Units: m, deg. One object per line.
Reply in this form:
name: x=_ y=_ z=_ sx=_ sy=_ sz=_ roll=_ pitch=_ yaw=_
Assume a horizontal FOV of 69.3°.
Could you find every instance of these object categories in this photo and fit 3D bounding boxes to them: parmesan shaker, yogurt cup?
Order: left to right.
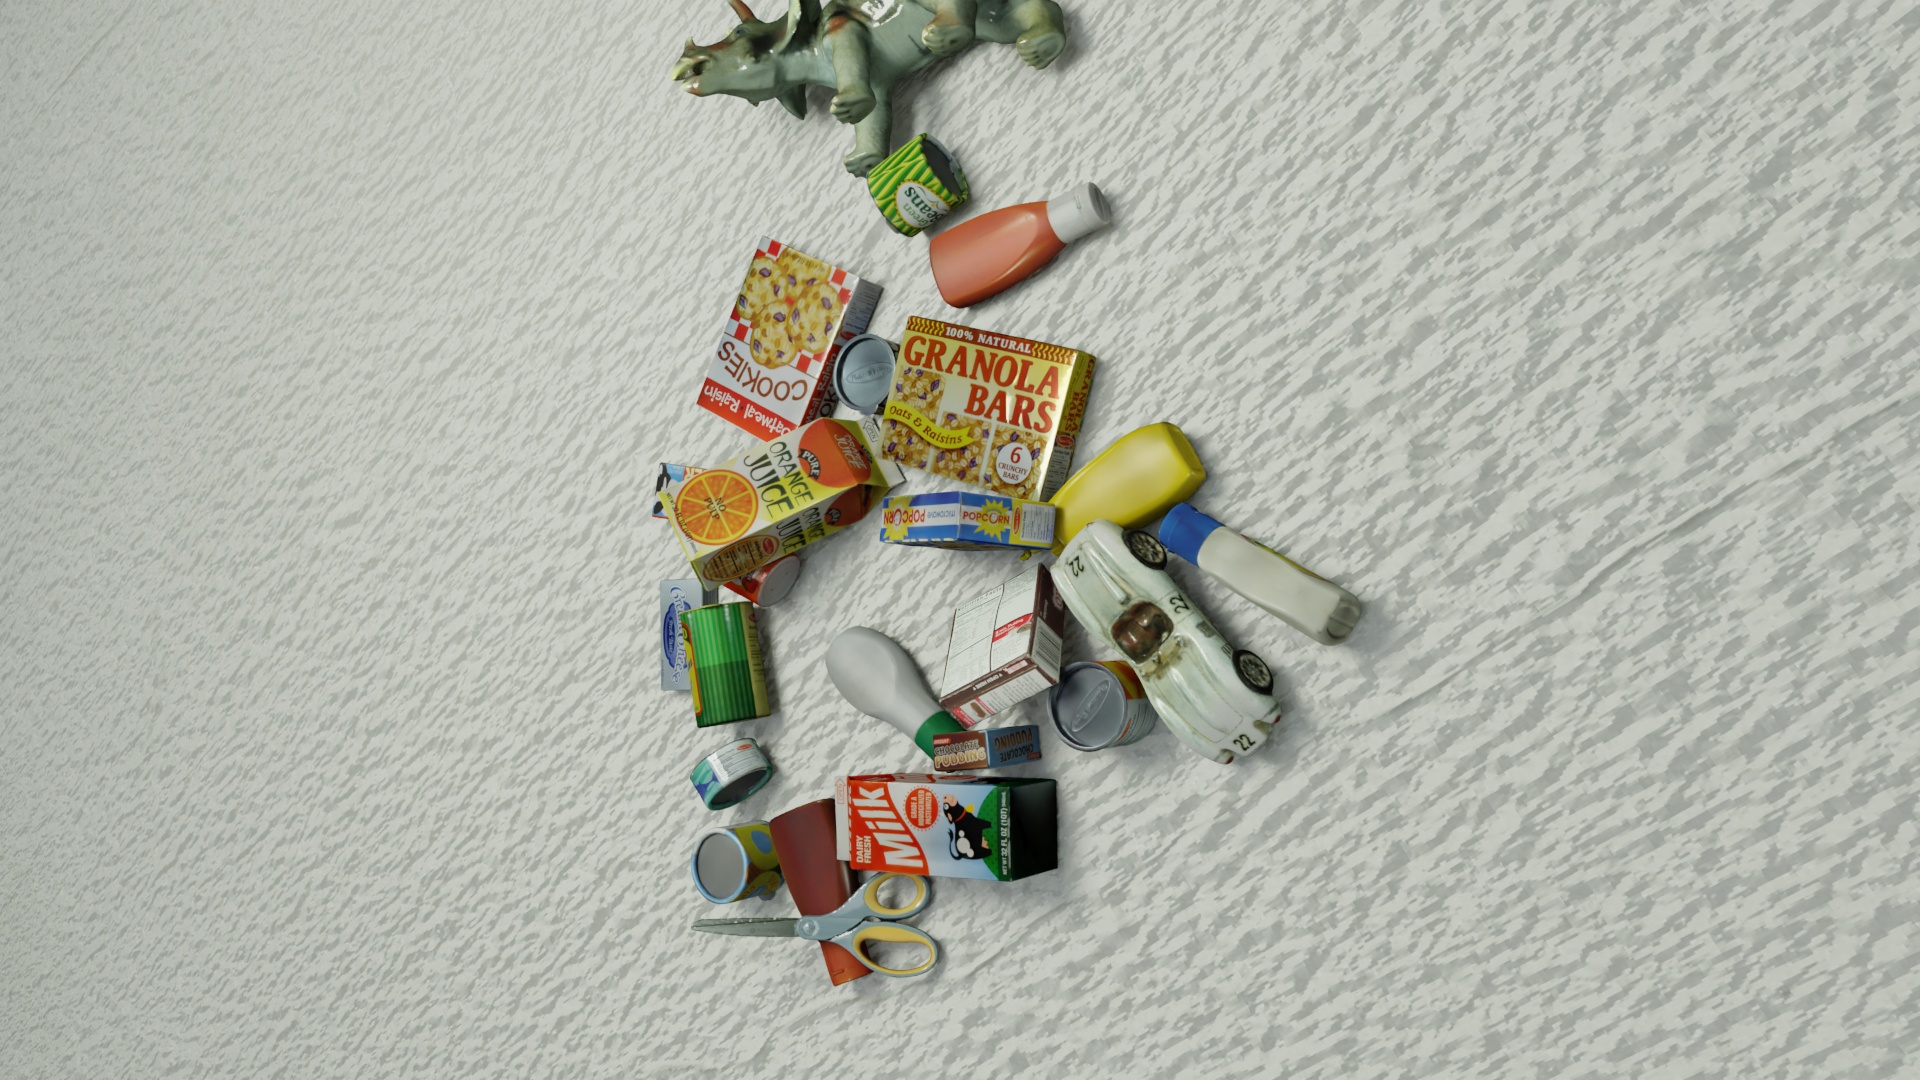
parmesan shaker: x=-0.209 y=0.110 z=1.227 sx=0.071 sy=0.071 sz=0.103 roll=-15 pitch=81 yaw=31
yogurt cup: x=-0.178 y=0.023 z=1.224 sx=0.054 sy=0.072 sz=0.072 roll=34 pitch=104 yaw=21

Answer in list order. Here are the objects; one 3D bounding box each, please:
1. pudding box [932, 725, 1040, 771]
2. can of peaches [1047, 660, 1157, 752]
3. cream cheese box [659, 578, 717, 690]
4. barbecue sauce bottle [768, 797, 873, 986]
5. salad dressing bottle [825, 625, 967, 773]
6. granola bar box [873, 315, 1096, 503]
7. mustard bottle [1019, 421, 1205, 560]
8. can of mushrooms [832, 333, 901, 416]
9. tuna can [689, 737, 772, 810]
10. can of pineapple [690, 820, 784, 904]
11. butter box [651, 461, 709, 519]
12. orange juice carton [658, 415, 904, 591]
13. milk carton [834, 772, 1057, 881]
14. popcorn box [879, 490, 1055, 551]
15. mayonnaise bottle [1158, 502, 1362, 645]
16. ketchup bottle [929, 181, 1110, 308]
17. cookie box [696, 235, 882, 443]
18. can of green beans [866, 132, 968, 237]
pudding box: x=0.021 y=0.161 z=1.074 sx=0.049 sy=0.084 sz=0.030 roll=-9 pitch=82 yaw=32
can of peaches: x=0.106 y=0.121 z=1.039 sx=0.071 sy=0.058 sz=0.071 roll=-3 pitch=85 yaw=33
cream cheese box: x=-0.251 y=0.087 z=1.287 sx=0.053 sy=0.024 sz=0.104 roll=-5 pitch=84 yaw=30
barbecue sauce bottle: x=-0.113 y=0.297 z=1.171 sx=0.064 sy=0.044 sz=0.149 roll=-27 pitch=73 yaw=25
salad dressing bottle: x=-0.049 y=0.131 z=1.145 sx=0.148 sy=0.044 sz=0.064 roll=41 pitch=107 yaw=27
granola bar box: x=0.018 y=-0.106 z=1.124 sx=0.165 sy=0.039 sz=0.124 roll=17 pitch=96 yaw=32
mustard bottle: x=0.107 y=-0.028 z=1.056 sx=0.159 sy=0.049 sz=0.065 roll=-33 pitch=72 yaw=27
can of mushrooms: x=-0.074 y=-0.139 z=1.188 sx=0.071 sy=0.033 sz=0.071 roll=-3 pitch=84 yaw=31
tuna can: x=-0.202 y=0.207 z=1.222 sx=0.071 sy=0.071 sz=0.033 roll=-45 pitch=66 yaw=21
can of pineapple: x=-0.192 y=0.282 z=1.213 sx=0.071 sy=0.058 sz=0.071 roll=-3 pitch=85 yaw=32
butter box: x=-0.240 y=-0.041 z=1.290 sx=0.103 sy=0.024 sz=0.053 roll=8 pitch=90 yaw=32
orange juice carton: x=-0.147 y=-0.038 z=1.174 sx=0.193 sy=0.072 sz=0.072 roll=-26 pitch=69 yaw=-10
milk carton: x=-0.023 y=0.224 z=1.103 sx=0.190 sy=0.073 sz=0.072 roll=-5 pitch=84 yaw=32
popcorn box: x=0.004 y=-0.013 z=1.071 sx=0.126 sy=0.085 sz=0.038 roll=-2 pitch=84 yaw=60
mayonnaise bottle: x=0.208 y=0.021 z=0.983 sx=0.148 sy=0.065 sz=0.041 roll=34 pitch=98 yaw=33
ketchup bottle: x=0.047 y=-0.241 z=1.114 sx=0.148 sy=0.043 sz=0.065 roll=-20 pitch=77 yaw=29
cookie box: x=-0.154 y=-0.171 z=1.238 sx=0.123 sy=0.040 sz=0.167 roll=28 pitch=100 yaw=31
can of green beans: x=-0.035 y=-0.296 z=1.158 sx=0.057 sy=0.071 sz=0.071 roll=-29 pitch=72 yaw=27
